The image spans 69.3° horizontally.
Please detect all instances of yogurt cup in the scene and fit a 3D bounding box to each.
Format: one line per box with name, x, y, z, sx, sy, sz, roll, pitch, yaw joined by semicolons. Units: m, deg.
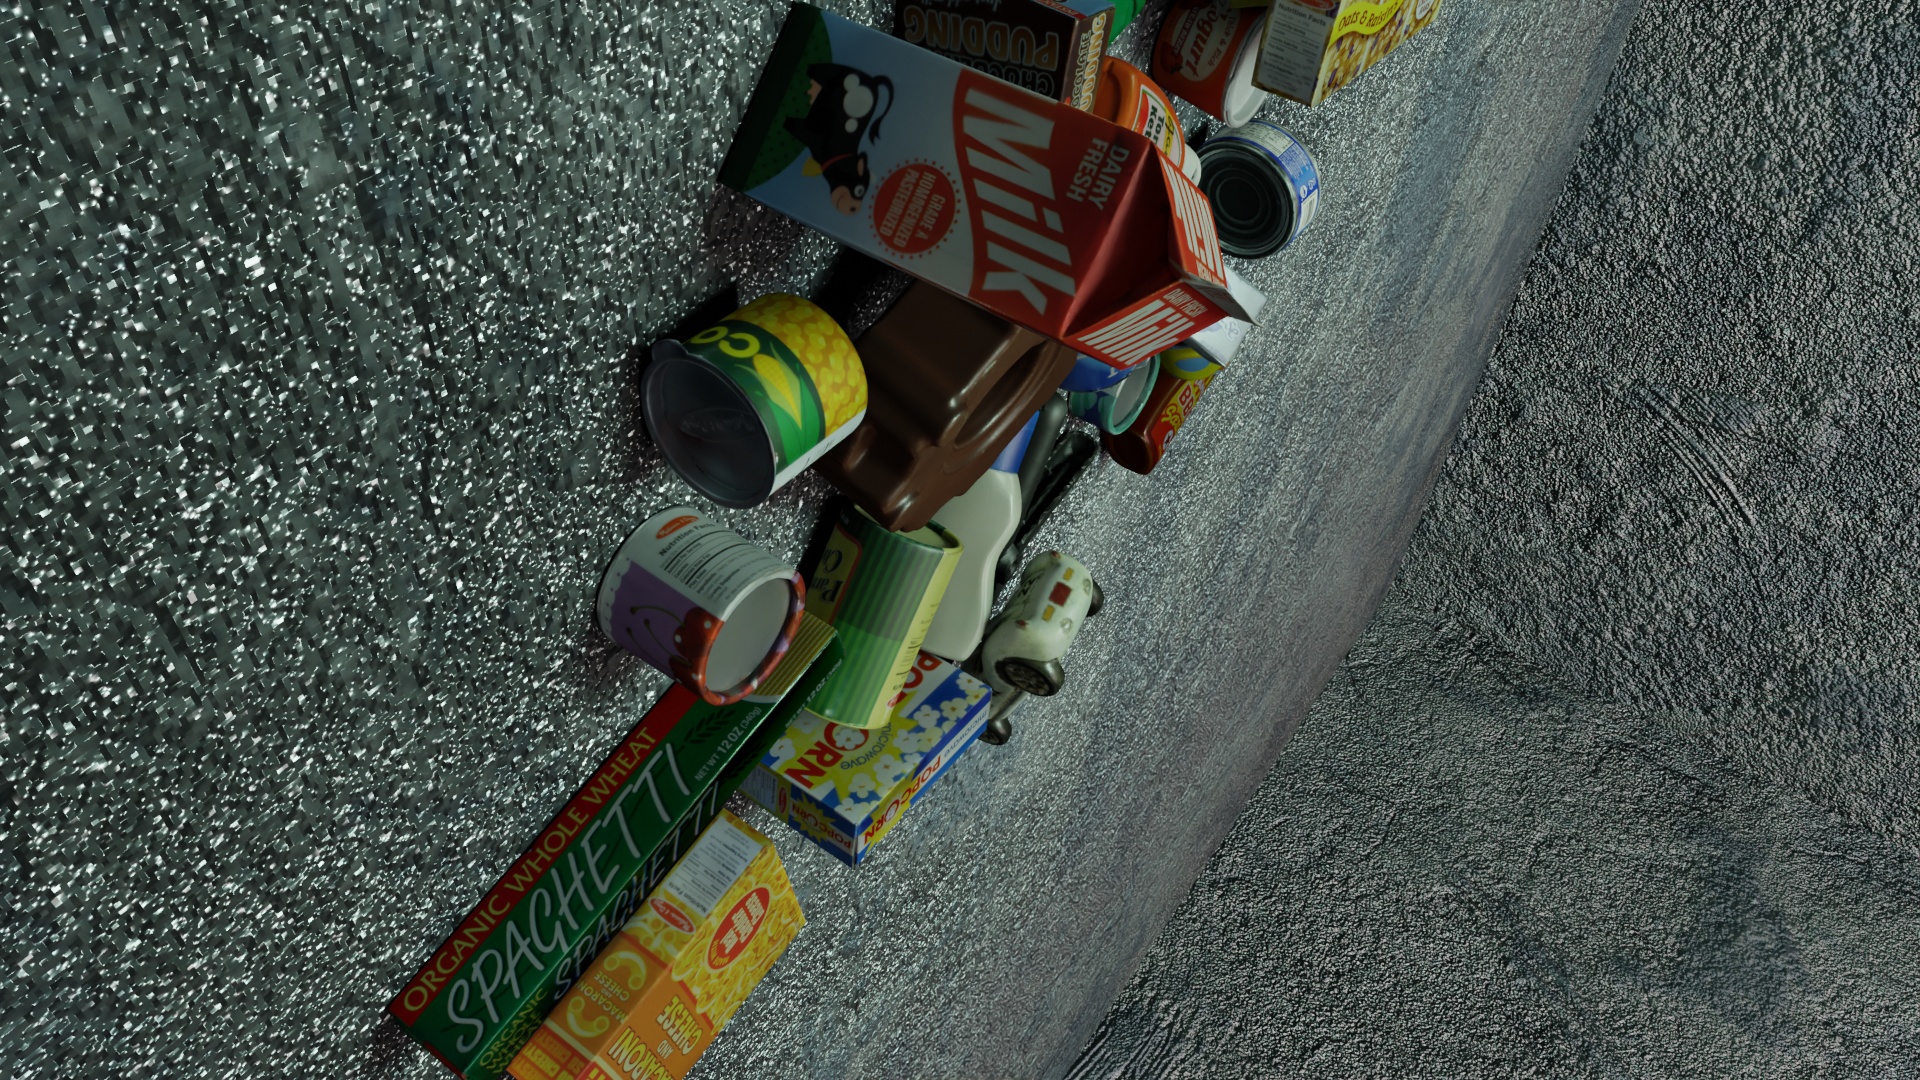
yogurt cup;0.144;-0.273;0.779;0.073;0.054;0.072;-48;155;-30

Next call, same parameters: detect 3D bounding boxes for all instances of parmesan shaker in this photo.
parmesan shaker;-0.048;0.035;0.718;0.071;0.071;0.103;-4;120;-65

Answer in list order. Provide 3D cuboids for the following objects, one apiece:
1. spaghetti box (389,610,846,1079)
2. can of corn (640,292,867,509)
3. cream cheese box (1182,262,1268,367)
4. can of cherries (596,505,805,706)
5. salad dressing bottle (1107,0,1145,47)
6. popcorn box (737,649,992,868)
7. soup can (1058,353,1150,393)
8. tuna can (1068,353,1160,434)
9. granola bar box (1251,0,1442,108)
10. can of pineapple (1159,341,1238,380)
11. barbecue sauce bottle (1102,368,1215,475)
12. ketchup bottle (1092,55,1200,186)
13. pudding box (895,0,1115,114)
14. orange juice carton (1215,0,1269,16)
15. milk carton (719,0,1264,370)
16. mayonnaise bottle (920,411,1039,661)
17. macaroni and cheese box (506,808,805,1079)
spaghetti box;-0.147;0.126;0.626;0.251;0.050;0.028;-51;155;-25
can of corn;-0.079;-0.057;0.533;0.058;0.071;0.070;-43;152;-40
cream cheese box;0.141;-0.158;0.873;0.104;0.024;0.053;31;89;-26
can of cherries;-0.107;0.029;0.582;0.072;0.058;0.071;-48;155;-31
salad dressing bottle;0.030;-0.206;0.618;0.148;0.044;0.064;-53;160;-21
popcorn box;-0.052;0.109;0.769;0.127;0.085;0.038;-41;150;-40
soup can;0.069;-0.130;0.764;0.071;0.071;0.083;-54;158;-17
tuna can;0.103;-0.105;0.927;0.071;0.033;0.070;-47;154;-31
granola bar box;0.216;-0.310;0.713;0.166;0.039;0.123;-40;151;-39
can of pineapple;0.155;-0.150;0.946;0.071;0.071;0.057;-58;159;-8
barbecue sauce bottle;0.160;-0.121;1.021;0.149;0.044;0.064;-54;156;-20
ketchup bottle;0.094;-0.214;0.755;0.149;0.043;0.064;-6;122;-65
pudding box;0.015;-0.197;0.544;0.030;0.084;0.049;-36;148;-42
orange juice carton;0.190;-0.357;0.751;0.193;0.073;0.071;-47;155;-31
milk carton;0.017;-0.119;0.496;0.073;0.191;0.072;-65;159;9
mayonnaise bottle;0.003;-0.010;0.782;0.041;0.065;0.147;-44;155;-78
macaroni and cheese box;-0.159;0.244;0.760;0.167;0.040;0.123;-50;155;-27
